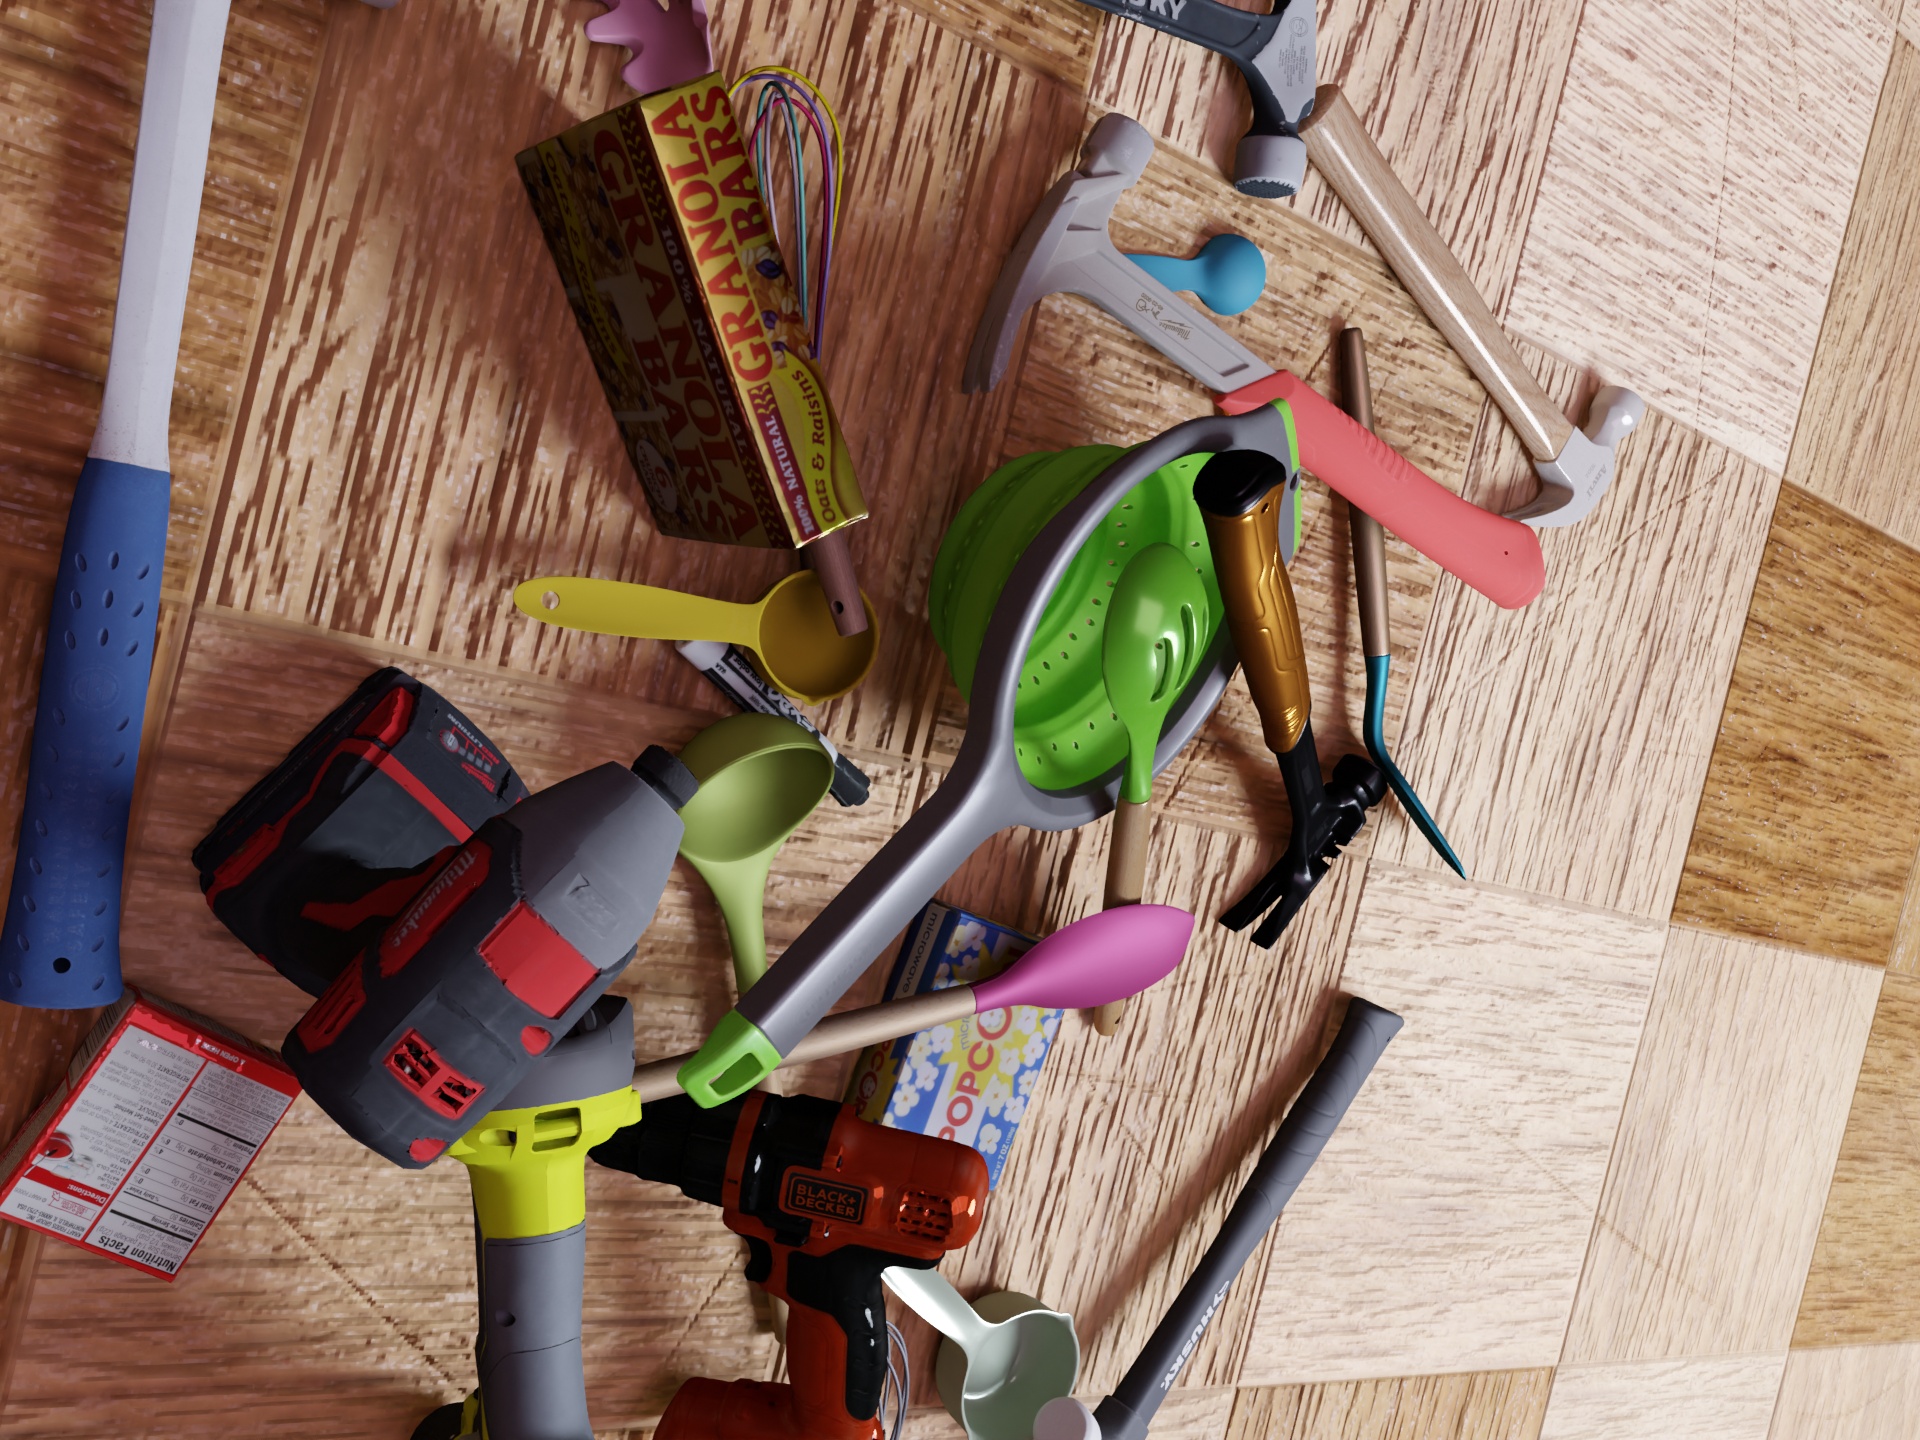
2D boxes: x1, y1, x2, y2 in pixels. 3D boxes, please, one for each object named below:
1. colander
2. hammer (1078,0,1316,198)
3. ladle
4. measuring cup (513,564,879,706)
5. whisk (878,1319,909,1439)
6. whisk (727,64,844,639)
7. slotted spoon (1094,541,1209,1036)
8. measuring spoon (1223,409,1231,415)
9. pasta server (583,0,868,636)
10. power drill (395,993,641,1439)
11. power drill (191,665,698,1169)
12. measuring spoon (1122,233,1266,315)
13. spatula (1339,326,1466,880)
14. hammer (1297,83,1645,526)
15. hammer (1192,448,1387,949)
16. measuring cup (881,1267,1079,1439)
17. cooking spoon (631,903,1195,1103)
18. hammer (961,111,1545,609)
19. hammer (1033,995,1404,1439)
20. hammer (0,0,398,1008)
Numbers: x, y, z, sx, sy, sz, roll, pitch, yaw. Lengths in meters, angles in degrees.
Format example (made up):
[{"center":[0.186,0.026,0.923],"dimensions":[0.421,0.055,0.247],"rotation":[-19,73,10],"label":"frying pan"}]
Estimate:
[{"center":[-0.001,-0.002,0.711],"dimensions":[0.397,0.095,0.204],"rotation":[-46,147,-18],"label":"colander"},{"center":[0.012,-0.356,0.713],"dimensions":[0.408,0.036,0.149],"rotation":[4,95,-34],"label":"hammer"},{"center":[-0.087,0.150,0.725],"dimensions":[0.078,0.062,0.320],"rotation":[-13,108,-31],"label":"ladle"},{"center":[-0.111,-0.042,0.674],"dimensions":[0.156,0.029,0.062],"rotation":[7,87,-23],"label":"measuring cup"},{"center":[-0.049,0.399,0.803],"dimensions":[0.055,0.055,0.239],"rotation":[-12,110,-31],"label":"whisk"},{"center":[-0.066,-0.155,0.693],"dimensions":[0.047,0.051,0.245],"rotation":[-19,111,-36],"label":"whisk"},{"center":[0.083,0.052,0.759],"dimensions":[0.070,0.031,0.313],"rotation":[-37,145,-34],"label":"slotted spoon"},{"center":[0.145,-0.121,0.859],"dimensions":[0.021,0.011,0.117],"rotation":[-7,106,-33],"label":"measuring spoon"},{"center":[-0.093,-0.184,0.644],"dimensions":[0.040,0.060,0.316],"rotation":[-33,110,-56],"label":"pasta server"},{"center":[-0.179,0.224,0.618],"dimensions":[0.080,0.190,0.228],"rotation":[-2,85,-33],"label":"power drill"},{"center":[-0.178,0.052,0.546],"dimensions":[0.143,0.220,0.078],"rotation":[-49,121,-17],"label":"power drill"},{"center":[0.109,-0.227,0.807],"dimensions":[0.128,0.021,0.042],"rotation":[-11,104,-33],"label":"measuring spoon"},{"center":[0.248,-0.065,0.913],"dimensions":[0.044,0.082,0.317],"rotation":[-7,100,4],"label":"spatula"},{"center":[0.290,-0.231,0.921],"dimensions":[0.331,0.031,0.130],"rotation":[39,76,-32],"label":"hammer"},{"center":[0.154,-0.007,0.789],"dimensions":[0.127,0.034,0.336],"rotation":[-49,146,-16],"label":"hammer"},{"center":[-0.003,0.309,0.820],"dimensions":[0.083,0.038,0.167],"rotation":[-48,118,-17],"label":"measuring cup"},{"center":[-0.018,0.135,0.732],"dimensions":[0.318,0.017,0.068],"rotation":[-8,129,-30],"label":"cooking spoon"},{"center":[0.172,-0.146,0.824],"dimensions":[0.358,0.037,0.149],"rotation":[29,85,-26],"label":"hammer"},{"center":[0.163,0.297,0.914],"dimensions":[0.335,0.035,0.146],"rotation":[-51,140,-22],"label":"hammer"},{"center":[-0.295,-0.101,0.554],"dimensions":[0.144,0.035,0.405],"rotation":[7,94,-35],"label":"hammer"}]
